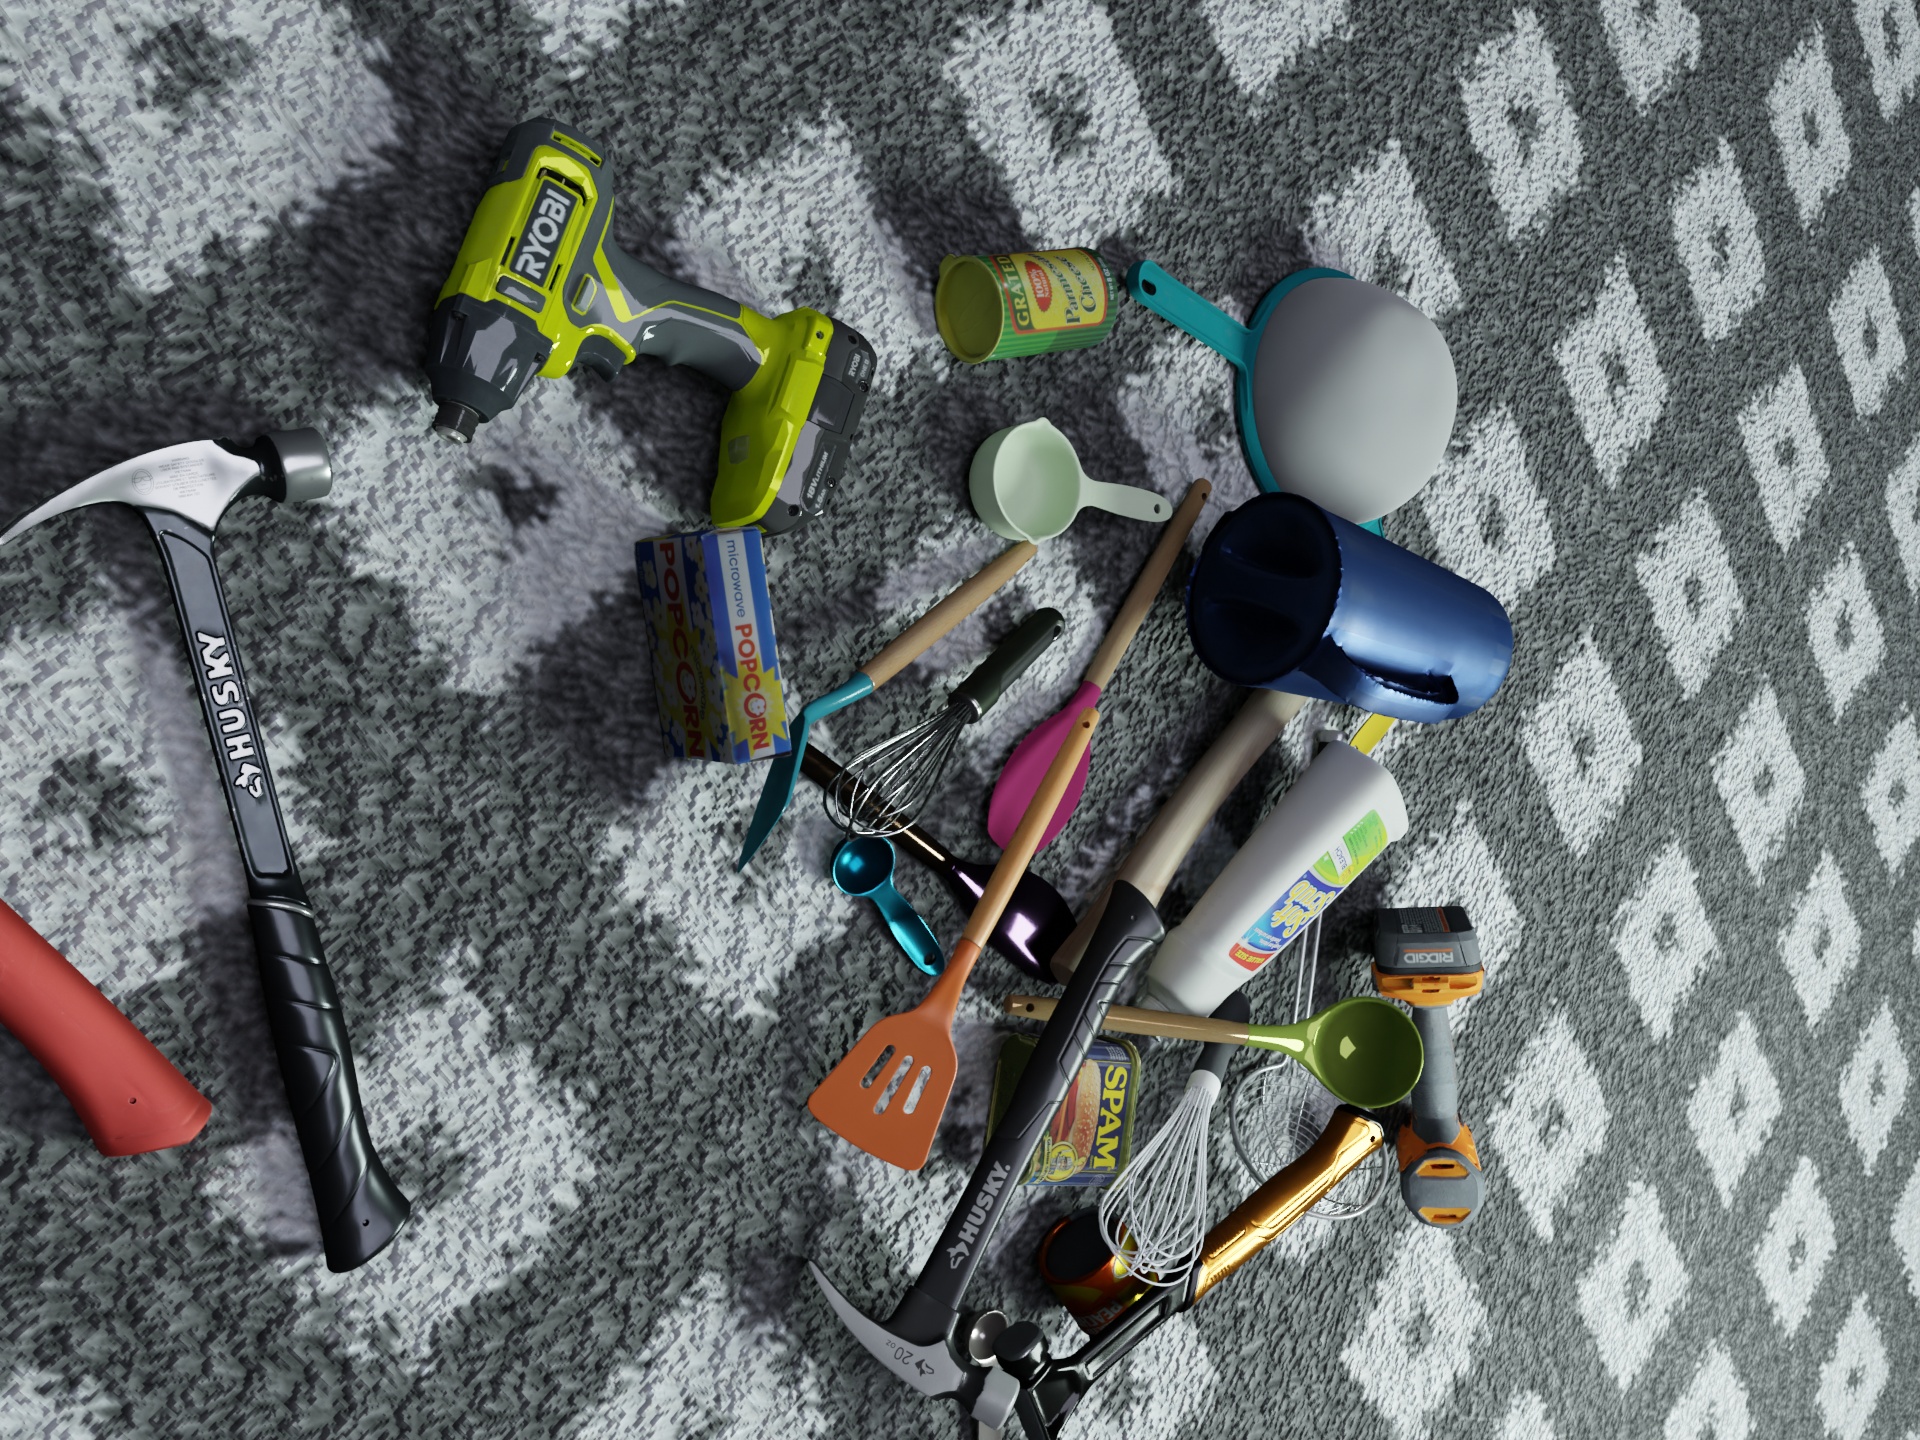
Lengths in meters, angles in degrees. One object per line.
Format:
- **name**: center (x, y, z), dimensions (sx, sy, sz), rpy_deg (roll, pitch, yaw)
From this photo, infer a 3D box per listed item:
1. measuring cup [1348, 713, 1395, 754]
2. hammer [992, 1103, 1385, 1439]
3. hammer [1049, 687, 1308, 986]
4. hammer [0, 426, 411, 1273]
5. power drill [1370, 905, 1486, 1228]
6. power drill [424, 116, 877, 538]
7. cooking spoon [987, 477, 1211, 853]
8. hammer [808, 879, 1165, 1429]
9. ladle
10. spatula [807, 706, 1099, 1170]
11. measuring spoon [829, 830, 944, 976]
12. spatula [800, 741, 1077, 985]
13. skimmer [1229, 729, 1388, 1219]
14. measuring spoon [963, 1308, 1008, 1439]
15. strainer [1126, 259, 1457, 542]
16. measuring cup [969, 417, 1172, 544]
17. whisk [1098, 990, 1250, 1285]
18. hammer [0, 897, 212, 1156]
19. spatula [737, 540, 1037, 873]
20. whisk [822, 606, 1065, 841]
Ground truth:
- **measuring cup**: center (0.341, -0.015, 1.283), dimensions (0.156, 0.029, 0.062), rpy_deg (-43, 116, -31)
- **hammer**: center (0.172, 0.372, 1.074), dimensions (0.337, 0.034, 0.127), rpy_deg (-30, 108, -28)
- **hammer**: center (0.186, 0.028, 1.158), dimensions (0.411, 0.038, 0.146), rpy_deg (-49, 117, -27)
- **hammer**: center (-0.335, 0.072, 0.761), dimensions (0.149, 0.036, 0.409), rpy_deg (-17, 102, -35)
- **power drill**: center (0.375, 0.267, 1.271), dimensions (0.164, 0.084, 0.226), rpy_deg (-19, 105, -76)
- **power drill**: center (-0.168, -0.192, 0.860), dimensions (0.223, 0.080, 0.171), rpy_deg (25, 76, -32)
- **cooking spoon**: center (0.103, -0.044, 1.109), dimensions (0.068, 0.017, 0.319), rpy_deg (42, 67, -30)
- **hammer**: center (0.035, 0.249, 0.997), dimensions (0.146, 0.035, 0.335), rpy_deg (28, 73, 5)
- **ladle**: center (0.179, 0.214, 1.090), dimensions (0.320, 0.062, 0.078), rpy_deg (12, 83, -23)
- **spatula**: center (0.014, 0.124, 1.012), dimensions (0.081, 0.041, 0.323), rpy_deg (30, 65, -1)
- **measuring spoon**: center (-0.045, 0.116, 1.003), dimensions (0.042, 0.021, 0.128), rpy_deg (-38, 124, -10)
- **spatula**: center (-0.024, 0.077, 1.014), dimensions (0.315, 0.018, 0.060), rpy_deg (39, 69, -33)
- **skimmer**: center (0.278, 0.185, 1.206), dimensions (0.127, 0.090, 0.363), rpy_deg (10, 83, -13)
- **measuring spoon**: center (0.014, 0.449, 1.062), dimensions (0.034, 0.018, 0.124), rpy_deg (-9, 104, -37)
- **strainer**: center (0.268, -0.265, 1.181), dimensions (0.340, 0.095, 0.211), rpy_deg (20, 80, -38)
- **measuring cup**: center (0.075, -0.152, 1.072), dimensions (0.167, 0.038, 0.083), rpy_deg (5, 88, -40)
- **whisk**: center (0.156, 0.272, 1.088), dimensions (0.070, 0.070, 0.285), rpy_deg (67, 31, -19)
- **hammer**: center (-0.447, 0.049, 0.673), dimensions (0.149, 0.037, 0.358), rpy_deg (-47, 117, -27)
- **spatula**: center (-0.036, -0.027, 0.965), dimensions (0.044, 0.082, 0.317), rpy_deg (44, 50, 4)
- **whisk**: center (-0.002, -0.003, 0.997), dimensions (0.246, 0.059, 0.057), rpy_deg (-45, 154, -39)
